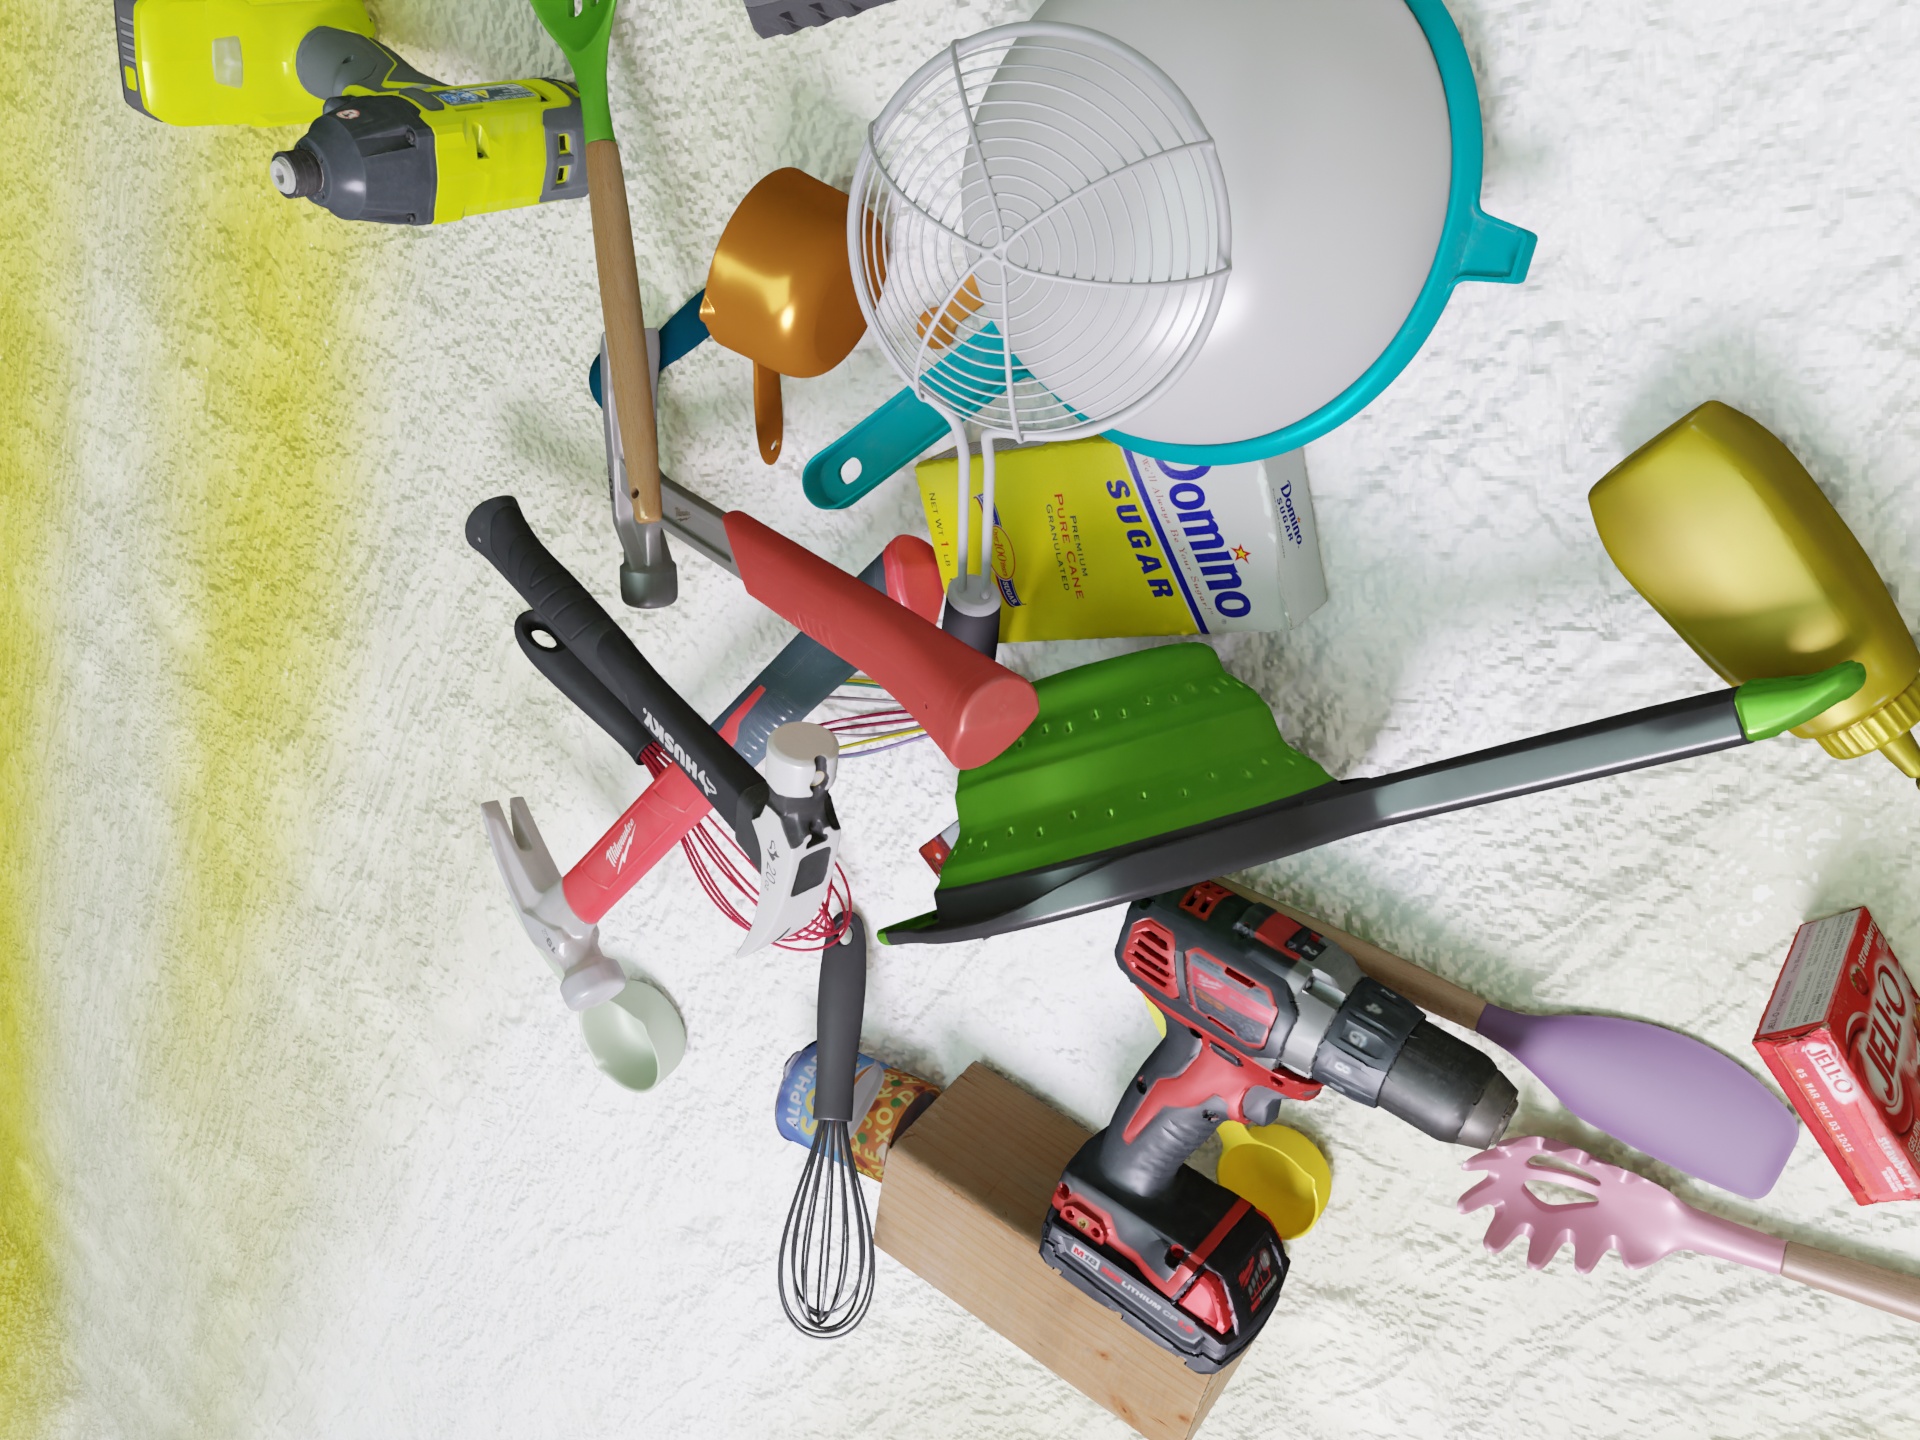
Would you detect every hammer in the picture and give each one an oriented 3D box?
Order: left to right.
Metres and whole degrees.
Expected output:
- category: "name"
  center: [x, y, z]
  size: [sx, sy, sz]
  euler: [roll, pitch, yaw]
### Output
- category: "hammer"
  center: [-0.171, -0.018, 0.823]
  size: [0.335, 0.035, 0.146]
  euler: [42, 139, 34]
- category: "hammer"
  center: [-0.144, 0.013, 0.867]
  size: [0.386, 0.038, 0.143]
  euler: [-42, 71, 36]
- category: "hammer"
  center: [-0.082, -0.075, 0.726]
  size: [0.359, 0.036, 0.149]
  euler: [33, 129, 49]

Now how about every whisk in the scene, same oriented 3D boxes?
- category: "whisk"
  center: [-0.173, 0.031, 0.955]
  size: [0.296, 0.073, 0.073]
  euler: [43, 132, 18]
- category: "whisk"
  center: [-0.070, 0.227, 0.912]
  size: [0.055, 0.055, 0.239]
  euler: [-13, 68, 41]
- category: "whisk"
  center: [-0.002, -0.001, 0.815]
  size: [0.245, 0.047, 0.051]
  euler: [-1, 111, 34]

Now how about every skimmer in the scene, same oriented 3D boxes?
- category: "skimmer"
  center: [0.020, -0.100, 0.625]
  size: [0.127, 0.090, 0.363]
  euler: [24, 159, 9]

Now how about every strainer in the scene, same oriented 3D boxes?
- category: "strainer"
  center: [0.030, -0.172, 0.625]
  size: [0.340, 0.095, 0.211]
  euler: [-31, 82, 35]

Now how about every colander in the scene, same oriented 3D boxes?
- category: "colander"
  center: [0.129, 0.003, 0.632]
  size: [0.397, 0.204, 0.094]
  euler: [-18, 86, 36]

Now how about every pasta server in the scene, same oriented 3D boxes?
- category: "pasta server"
  center: [0.369, 0.235, 0.656]
  size: [0.316, 0.040, 0.060]
  euler: [12, 109, 32]

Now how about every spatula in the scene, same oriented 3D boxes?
- category: "spatula"
  center: [0.215, 0.122, 0.728]
  size: [0.316, 0.018, 0.059]
  euler: [24, 115, 25]

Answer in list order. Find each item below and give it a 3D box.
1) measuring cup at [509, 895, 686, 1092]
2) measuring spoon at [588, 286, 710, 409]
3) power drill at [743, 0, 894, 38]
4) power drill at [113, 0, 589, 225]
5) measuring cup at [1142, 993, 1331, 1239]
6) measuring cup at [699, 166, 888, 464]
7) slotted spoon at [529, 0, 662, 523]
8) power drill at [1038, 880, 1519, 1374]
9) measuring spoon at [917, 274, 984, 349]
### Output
- category: "measuring cup"
  center: [-0.252, 0.181, 1.108]
  size: [0.167, 0.038, 0.083]
  euler: [51, 133, 7]
- category: "measuring spoon"
  center: [-0.161, -0.198, 0.846]
  size: [0.128, 0.021, 0.042]
  euler: [-25, 96, 43]
- category: "power drill"
  center: [-0.054, -0.389, 0.574]
  size: [0.080, 0.191, 0.228]
  euler: [3, 129, 36]
- category: "power drill"
  center: [-0.317, -0.316, 0.806]
  size: [0.223, 0.171, 0.080]
  euler: [32, 129, 25]
- category: "measuring cup"
  center: [0.139, 0.192, 0.822]
  size: [0.062, 0.029, 0.156]
  euler: [-32, 85, 42]
- category: "measuring cup"
  center: [-0.074, -0.177, 0.763]
  size: [0.052, 0.095, 0.173]
  euler: [28, 146, 15]
- category: "slotted spoon"
  center: [-0.171, -0.251, 0.767]
  size: [0.070, 0.031, 0.314]
  euler: [-8, 90, 40]
- category: "power drill"
  center: [0.142, 0.199, 0.753]
  size: [0.188, 0.080, 0.226]
  euler: [28, 121, 25]
- category: "measuring spoon"
  center: [0.015, -0.204, 0.713]
  size: [0.117, 0.011, 0.021]
  euler: [-36, 89, 43]
